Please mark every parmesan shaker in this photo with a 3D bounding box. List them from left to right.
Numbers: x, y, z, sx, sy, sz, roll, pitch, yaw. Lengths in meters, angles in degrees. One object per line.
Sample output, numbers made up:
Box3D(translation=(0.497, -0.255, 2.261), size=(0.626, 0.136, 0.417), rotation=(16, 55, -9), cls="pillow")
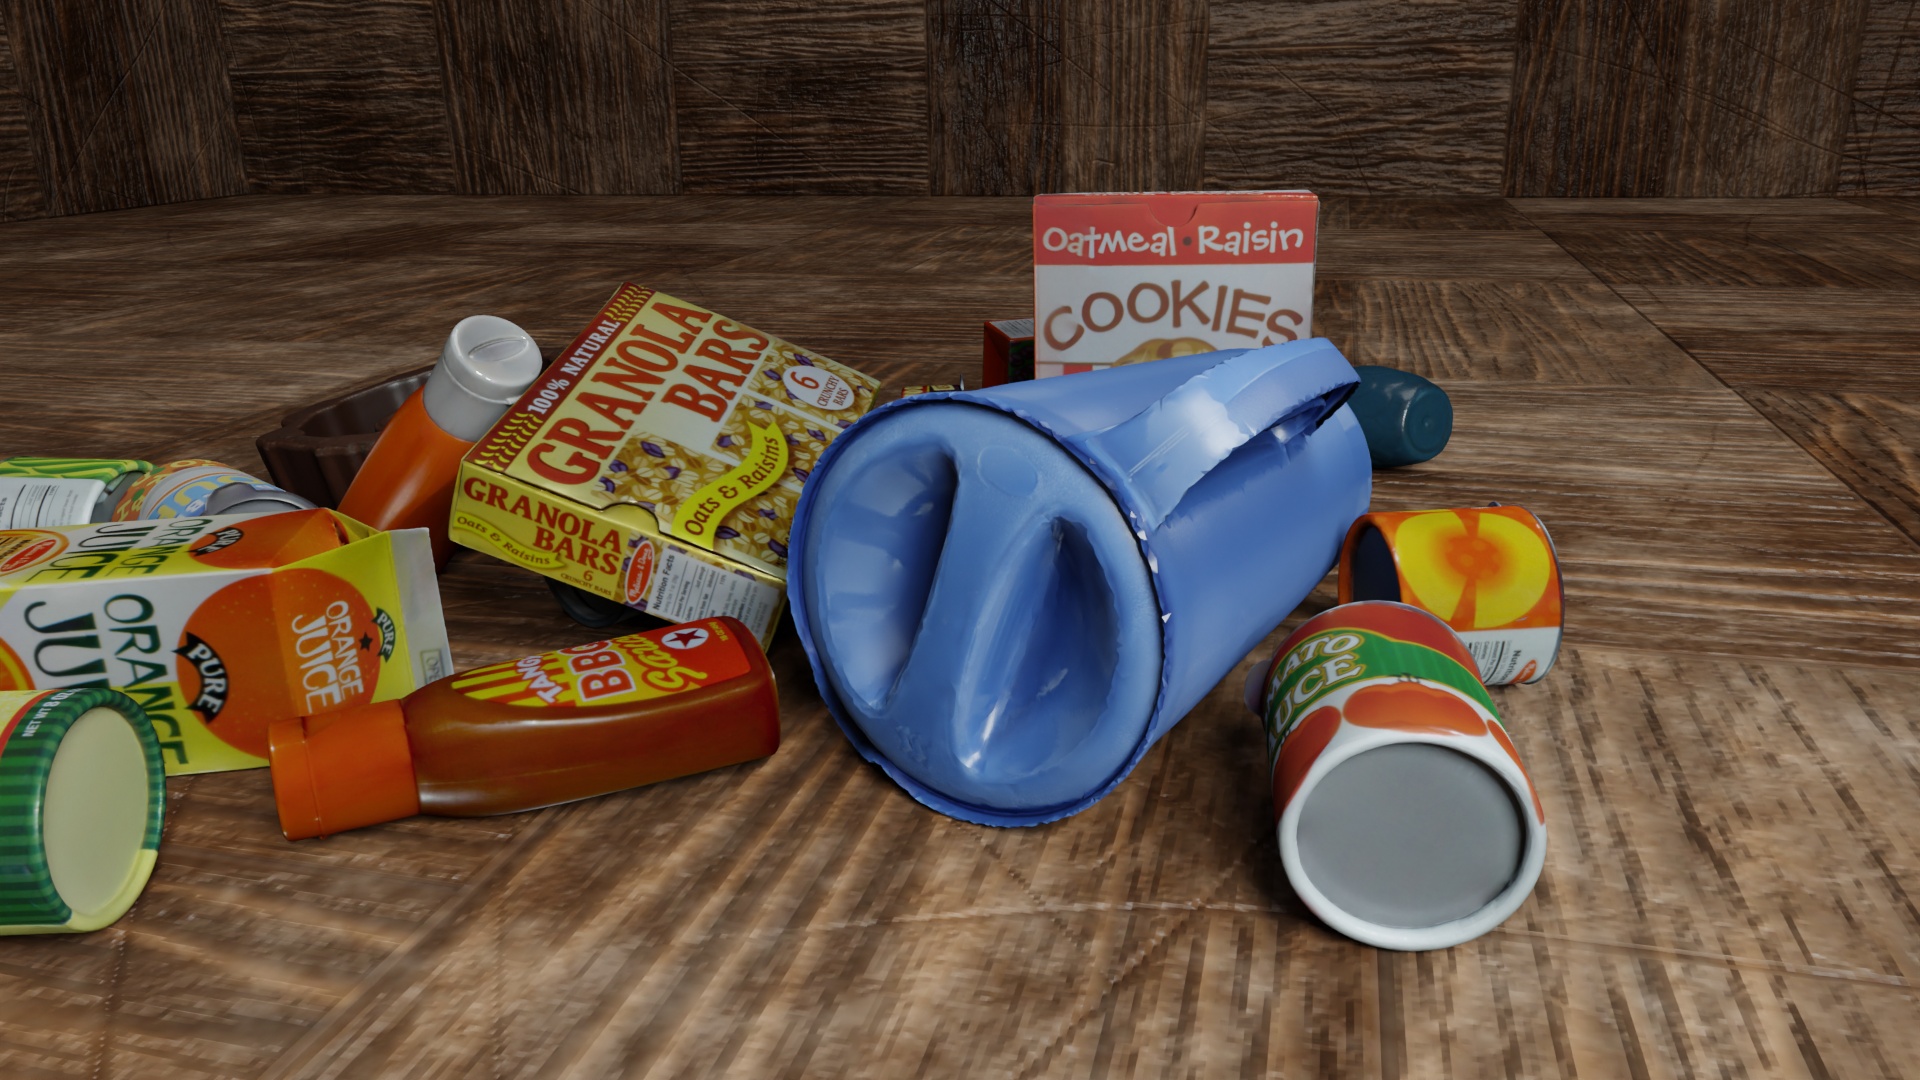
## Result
Box3D(translation=(-0.283, 0.073, 0.378), size=(0.103, 0.071, 0.071), rotation=(-2, 18, -3), cls="parmesan shaker")

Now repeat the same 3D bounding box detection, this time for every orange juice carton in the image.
Box3D(translation=(-0.279, 0.035, 0.482), size=(0.193, 0.071, 0.073), rotation=(-4, 19, -9), cls="orange juice carton")

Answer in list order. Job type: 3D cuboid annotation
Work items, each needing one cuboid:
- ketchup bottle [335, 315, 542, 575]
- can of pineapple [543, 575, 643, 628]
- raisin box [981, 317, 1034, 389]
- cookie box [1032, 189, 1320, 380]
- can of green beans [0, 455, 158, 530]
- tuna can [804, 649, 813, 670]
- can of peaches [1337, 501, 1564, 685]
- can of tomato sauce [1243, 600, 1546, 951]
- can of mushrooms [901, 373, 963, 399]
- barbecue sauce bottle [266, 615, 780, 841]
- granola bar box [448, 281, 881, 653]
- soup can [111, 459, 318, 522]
Box3D(translation=(-0.221, -0.034, 0.588), size=(0.043, 0.148, 0.065), rotation=(50, 38, 5), cls="ketchup bottle")
Box3D(translation=(-0.139, -0.004, 0.592), size=(0.071, 0.070, 0.058), rotation=(14, 23, 38), cls="can of pineapple")
Box3D(translation=(0.075, -0.085, 0.794), size=(0.124, 0.085, 0.040), rotation=(-9, 26, -21), cls="raisin box")
Box3D(translation=(0.096, -0.074, 0.634), size=(0.123, 0.166, 0.040), rotation=(1, 19, 6), cls="cookie box")
Box3D(translation=(-0.389, -0.004, 0.613), size=(0.058, 0.071, 0.071), rotation=(2, 19, 8), cls="can of green beans")
Box3D(translation=(-0.035, 0.018, 0.528), size=(0.033, 0.070, 0.071), rotation=(3, 19, 10), cls="tuna can")
Box3D(translation=(0.176, 0.019, 0.507), size=(0.058, 0.071, 0.071), rotation=(-4, 18, -4), cls="can of peaches")
Box3D(translation=(0.117, 0.062, 0.386), size=(0.071, 0.071, 0.083), rotation=(2, 19, 8), cls="can of tomato sauce")
Box3D(translation=(-0.013, -0.051, 0.723), size=(0.033, 0.070, 0.071), rotation=(-3, 18, 1), cls="can of mushrooms")
Box3D(translation=(-0.137, 0.061, 0.443), size=(0.149, 0.043, 0.065), rotation=(-10, 22, -24), cls="barbecue sauce bottle")
Box3D(translation=(-0.110, -0.037, 0.562), size=(0.124, 0.038, 0.166), rotation=(21, 34, -4), cls="granola bar box")
Box3D(translation=(-0.310, 0.001, 0.584), size=(0.084, 0.071, 0.071), rotation=(16, 25, 42), cls="soup can")
